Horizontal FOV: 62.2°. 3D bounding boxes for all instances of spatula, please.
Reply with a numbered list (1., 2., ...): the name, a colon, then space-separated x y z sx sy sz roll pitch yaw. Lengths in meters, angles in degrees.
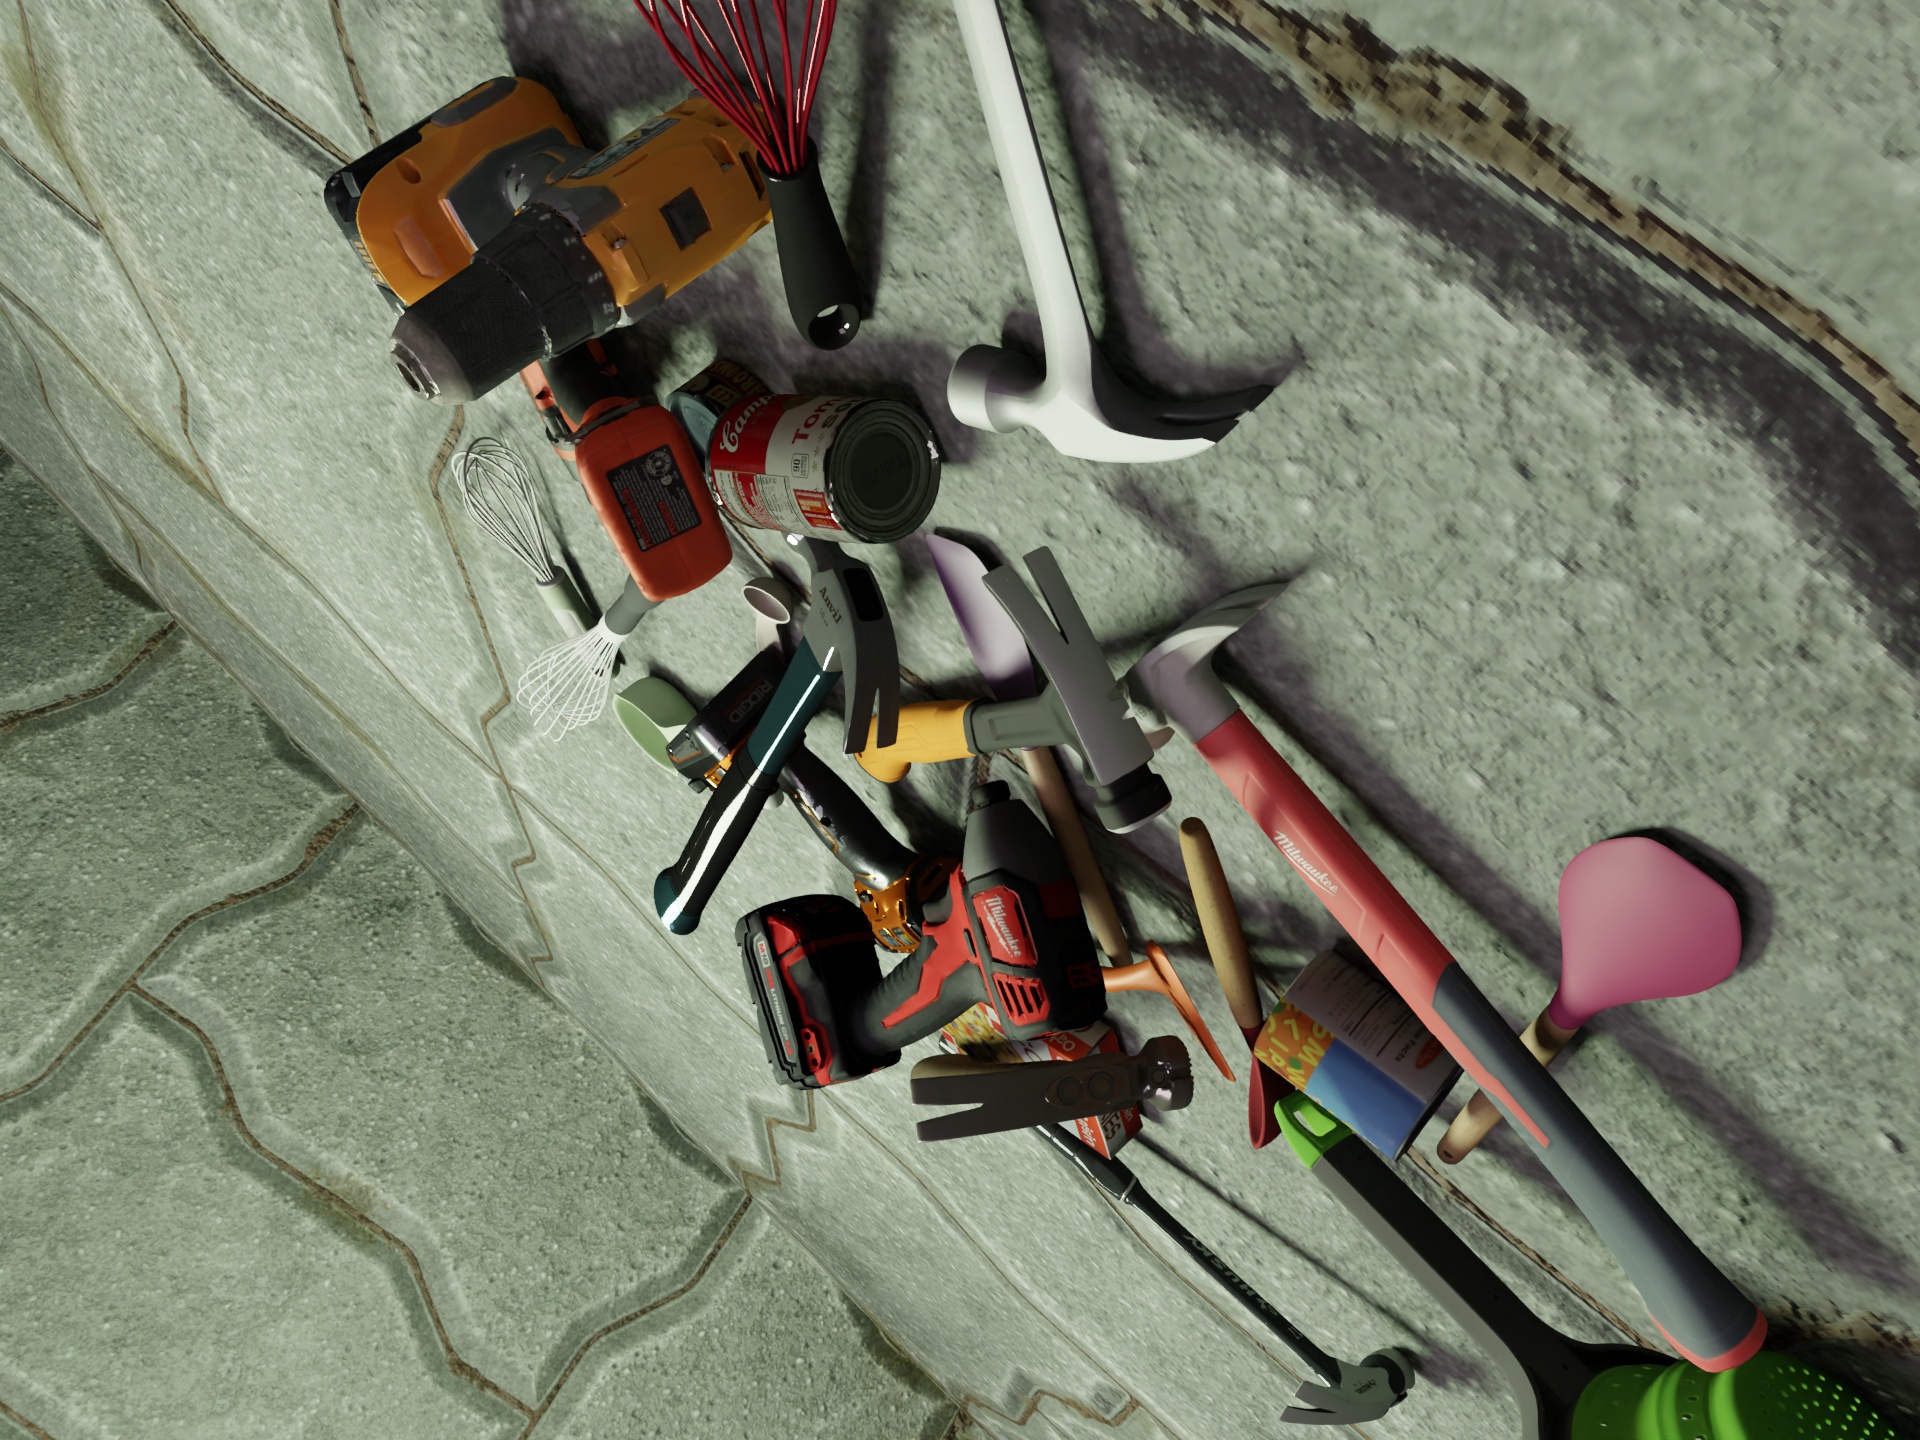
1. spatula: 0.048 0.031 0.866 0.060 0.018 0.315 28 149 47
2. spatula: 0.067 0.159 0.957 0.081 0.041 0.322 60 154 -8

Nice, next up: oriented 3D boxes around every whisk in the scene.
1. whisk: -0.068 -0.219 0.581 0.073 0.073 0.295 39 169 15
2. whisk: -0.311 -0.112 1.189 0.058 0.059 0.246 2 142 19
3. whisk: -0.259 -0.057 1.148 0.070 0.070 0.284 48 143 -4

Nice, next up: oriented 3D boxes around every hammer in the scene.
1. hammer: 0.002 -0.251 0.493 0.144 0.035 0.405 24 147 41
2. hammer: -0.119 0.027 0.931 0.128 0.033 0.331 61 140 24
3. hammer: 0.211 0.113 0.671 0.386 0.038 0.143 50 155 3
4. hammer: 0.009 0.228 0.997 0.410 0.146 0.038 135 129 -73
5. hammer: 0.130 0.348 1.138 0.409 0.036 0.149 36 -168 33
6. hammer: -0.001 -0.003 0.830 0.127 0.034 0.337 63 161 -6

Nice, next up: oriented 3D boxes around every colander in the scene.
1. colander: 0.313 0.302 0.744 0.397 0.204 0.094 45 124 27

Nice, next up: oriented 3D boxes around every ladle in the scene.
1. ladle: 0.140 0.135 0.796 0.031 0.069 0.315 -6 143 15

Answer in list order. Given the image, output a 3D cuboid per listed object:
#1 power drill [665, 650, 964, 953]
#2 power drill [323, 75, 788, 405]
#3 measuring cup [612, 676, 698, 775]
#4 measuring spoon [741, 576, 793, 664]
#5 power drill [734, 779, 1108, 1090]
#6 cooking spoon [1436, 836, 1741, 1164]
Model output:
1. power drill: -0.089 0.069 1.068 0.226 0.084 0.164 45 158 -6
2. power drill: -0.198 -0.211 0.696 0.226 0.185 0.084 24 149 45
3. measuring cup: -0.206 0.000 1.203 0.168 0.038 0.083 0 129 55
4. measuring spoon: -0.117 -0.060 1.001 0.034 0.018 0.124 29 160 7
5. power drill: -0.024 0.128 0.921 0.219 0.078 0.143 -24 78 36
6. cooking spoon: 0.257 0.139 0.697 0.069 0.017 0.318 39 155 22
